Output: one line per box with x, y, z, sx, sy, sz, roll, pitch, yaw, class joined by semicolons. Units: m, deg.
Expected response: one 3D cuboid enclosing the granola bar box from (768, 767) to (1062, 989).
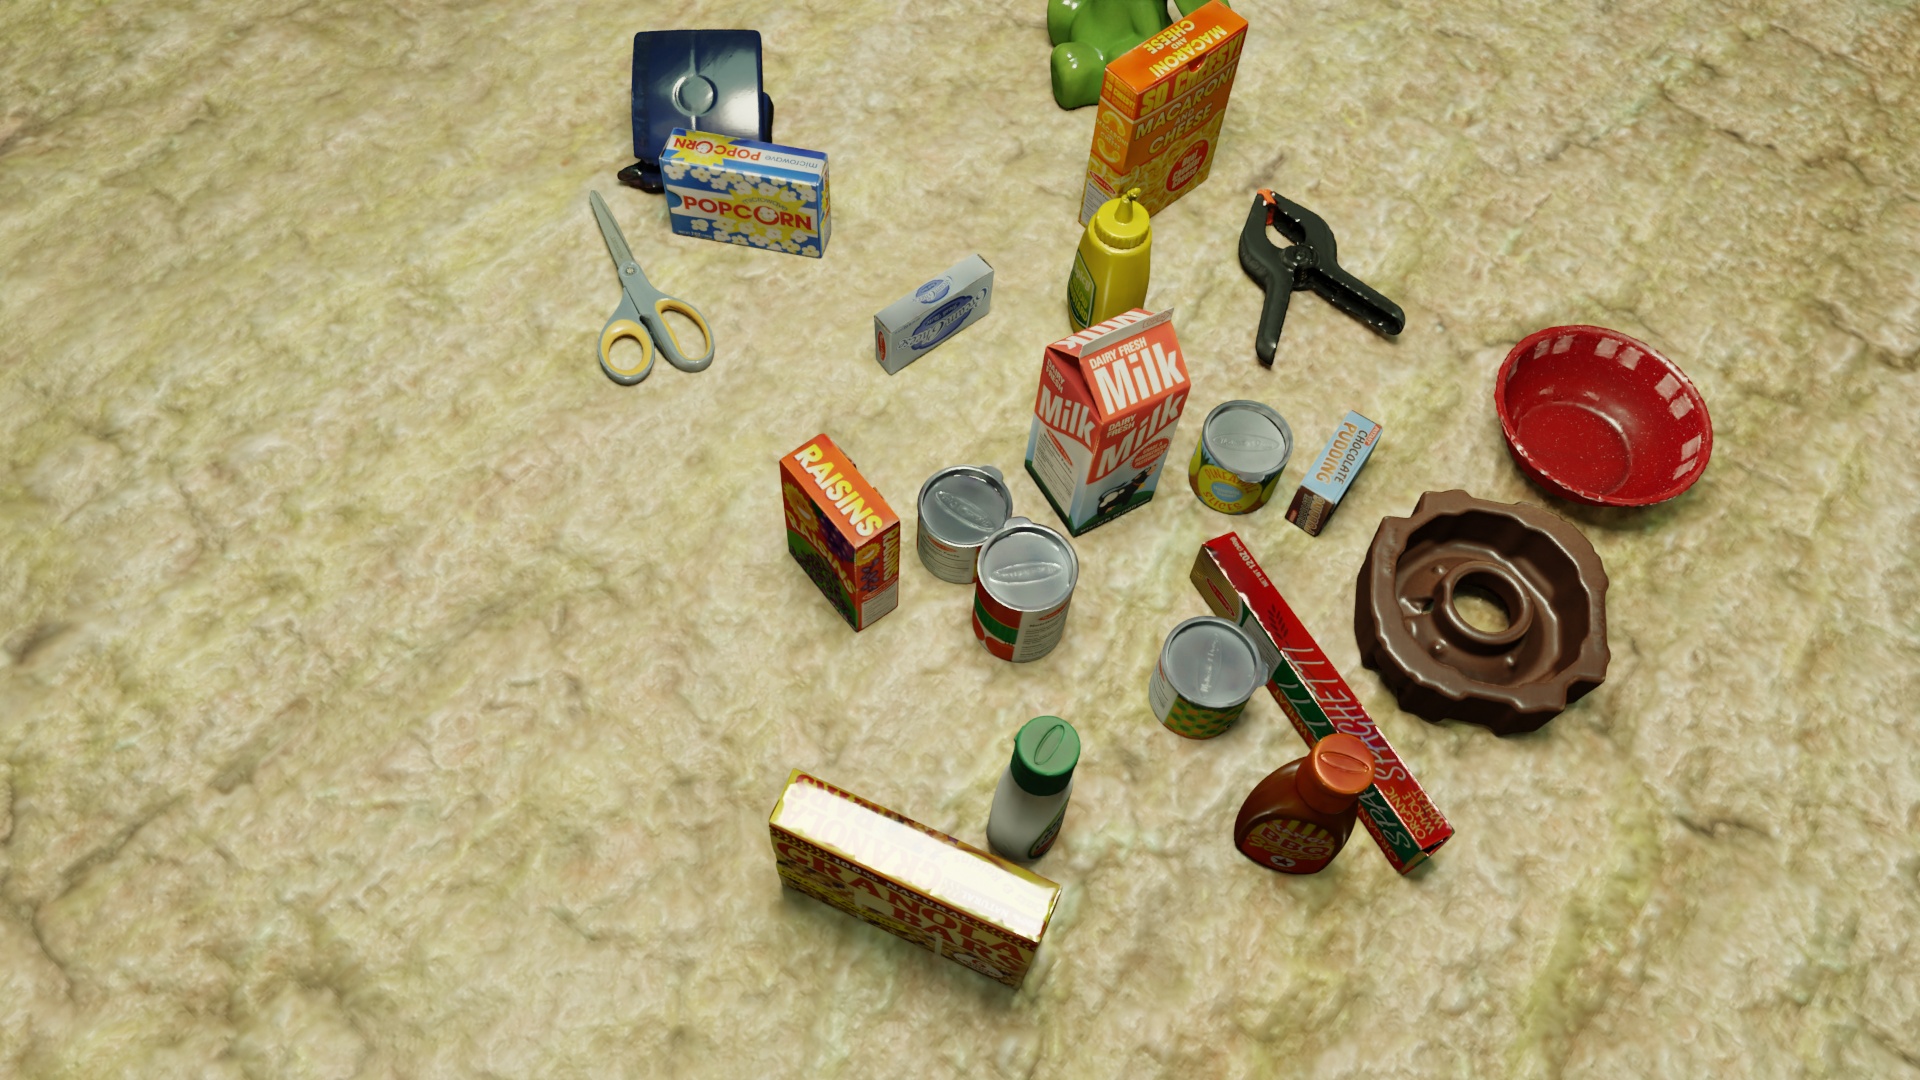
-0.029;0.202;0.816;0.166;0.123;0.039;22;62;9;granola bar box

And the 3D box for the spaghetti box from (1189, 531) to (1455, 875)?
0.237;0.105;0.930;0.029;0.050;0.251;-25;65;-16;spaghetti box

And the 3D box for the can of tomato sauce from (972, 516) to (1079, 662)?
0.041;0.035;0.940;0.071;0.082;0.071;1;60;-2;can of tomato sauce

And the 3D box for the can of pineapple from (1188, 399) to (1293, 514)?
0.204;-0.059;1.017;0.071;0.057;0.071;1;60;-2;can of pineapple

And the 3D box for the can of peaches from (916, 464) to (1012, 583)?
0.003;-0.012;0.979;0.071;0.057;0.071;1;60;-2;can of peaches

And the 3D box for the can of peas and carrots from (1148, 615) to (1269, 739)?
0.165;0.093;0.928;0.071;0.058;0.071;1;60;-2;can of peas and carrots

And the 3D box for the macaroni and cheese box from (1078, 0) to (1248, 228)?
0.160;-0.329;1.107;0.124;0.165;0.040;-37;69;-21;macaroni and cheese box

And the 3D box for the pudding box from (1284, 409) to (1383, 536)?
0.275;-0.050;1.021;0.030;0.049;0.084;32;64;14;pudding box

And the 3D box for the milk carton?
0.100;-0.089;0.952;0.072;0.189;0.073;-25;65;-16;milk carton

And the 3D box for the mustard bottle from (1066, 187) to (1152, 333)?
0.114;-0.209;1.039;0.049;0.159;0.065;-15;63;-12;mustard bottle

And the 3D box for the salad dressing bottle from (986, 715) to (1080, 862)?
0.045;0.150;0.837;0.044;0.147;0.064;31;64;14;salad dressing bottle

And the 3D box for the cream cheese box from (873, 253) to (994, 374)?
-0.021;-0.175;1.073;0.104;0.053;0.024;-35;68;-21;cream cheese box

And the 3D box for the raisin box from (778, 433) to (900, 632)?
-0.079;-0.003;0.931;0.040;0.122;0.086;-33;67;-20;raisin box

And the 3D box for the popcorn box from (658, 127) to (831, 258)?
-0.168;-0.275;1.103;0.127;0.084;0.038;10;61;2;popcorn box

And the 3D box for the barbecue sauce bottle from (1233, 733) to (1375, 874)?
0.211;0.159;0.841;0.065;0.147;0.044;17;61;6;barbecue sauce bottle
